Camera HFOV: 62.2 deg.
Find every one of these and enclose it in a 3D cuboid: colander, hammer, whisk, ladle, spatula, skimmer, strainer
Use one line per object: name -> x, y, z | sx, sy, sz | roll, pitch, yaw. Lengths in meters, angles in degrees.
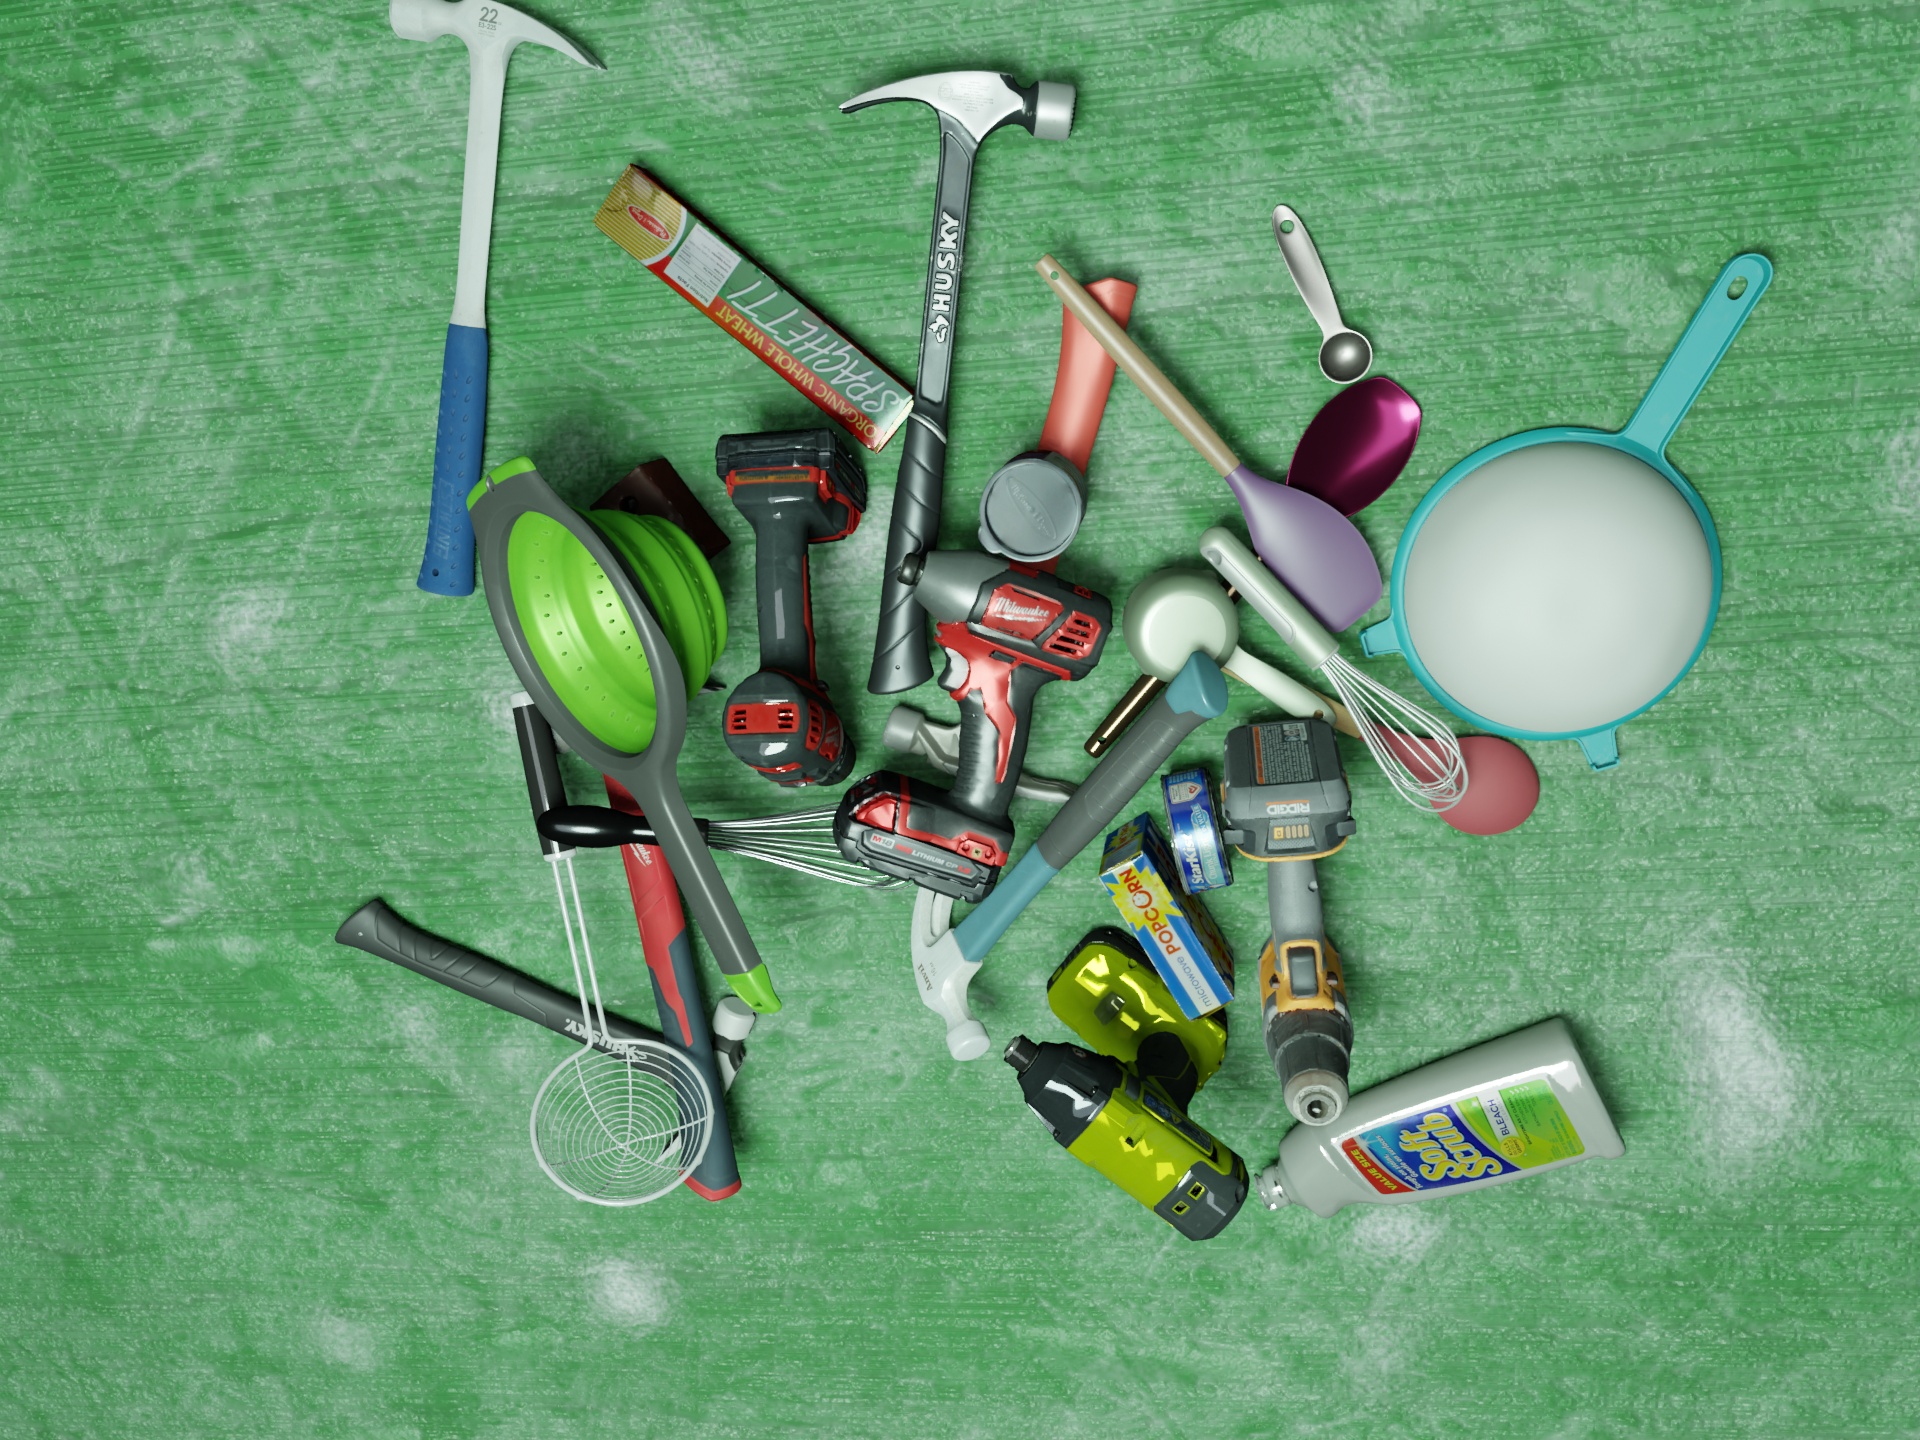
colander -> -0.187, 0.003, 1.059 | 0.204, 0.094, 0.397 | -14, 104, 53
hammer -> 0.062, -0.122, 1.091 | 0.149, 0.037, 0.359 | 18, 107, 4
hammer -> -0.025, -0.215, 1.051 | 0.149, 0.036, 0.409 | 7, 103, -1
hammer -> 0.069, 0.083, 1.083 | 0.331, 0.033, 0.128 | -51, 47, 28
whisk -> -0.155, 0.082, 1.130 | 0.284, 0.070, 0.070 | 5, 106, -8
hammer -> -0.338, -0.286, 1.111 | 0.144, 0.035, 0.405 | 12, 106, 6
ladle -> 0.255, -0.007, 1.096 | 0.315, 0.031, 0.069 | 27, 100, 3
hammer -> -0.204, 0.164, 1.180 | 0.143, 0.038, 0.386 | -12, 94, 11
spatula -> 0.162, -0.184, 1.036 | 0.060, 0.018, 0.316 | -43, 99, 13
hammer -> -0.334, 0.226, 1.247 | 0.335, 0.035, 0.146 | 23, 106, 3
skimmer -> -0.266, 0.155, 1.124 | 0.127, 0.090, 0.363 | -12, 92, -19
whisk -> 0.246, -0.036, 1.049 | 0.246, 0.058, 0.059 | 46, 67, -1
strainer -> 0.415, -0.132, 1.000 | 0.211, 0.095, 0.340 | 27, 108, 1

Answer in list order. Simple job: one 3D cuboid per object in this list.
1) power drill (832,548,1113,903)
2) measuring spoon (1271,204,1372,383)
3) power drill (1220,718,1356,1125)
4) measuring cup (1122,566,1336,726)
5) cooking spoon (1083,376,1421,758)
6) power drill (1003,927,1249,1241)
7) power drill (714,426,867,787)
power drill -> -0.002, -0.003, 1.053 | 0.143, 0.079, 0.219 | 20, 101, -8
measuring spoon -> 0.232, -0.278, 1.037 | 0.034, 0.018, 0.124 | -24, 93, 14
power drill -> 0.221, 0.134, 1.042 | 0.084, 0.185, 0.226 | -5, 111, 10
measuring cup -> 0.185, -0.037, 1.058 | 0.167, 0.038, 0.083 | 32, 102, -7
cooking spoon -> 0.190, -0.097, 1.073 | 0.068, 0.017, 0.319 | 39, 101, -6
power drill -> 0.112, 0.233, 1.078 | 0.171, 0.223, 0.080 | 37, 107, -2
power drill -> -0.107, -0.065, 1.072 | 0.080, 0.187, 0.227 | -2, 80, 9
